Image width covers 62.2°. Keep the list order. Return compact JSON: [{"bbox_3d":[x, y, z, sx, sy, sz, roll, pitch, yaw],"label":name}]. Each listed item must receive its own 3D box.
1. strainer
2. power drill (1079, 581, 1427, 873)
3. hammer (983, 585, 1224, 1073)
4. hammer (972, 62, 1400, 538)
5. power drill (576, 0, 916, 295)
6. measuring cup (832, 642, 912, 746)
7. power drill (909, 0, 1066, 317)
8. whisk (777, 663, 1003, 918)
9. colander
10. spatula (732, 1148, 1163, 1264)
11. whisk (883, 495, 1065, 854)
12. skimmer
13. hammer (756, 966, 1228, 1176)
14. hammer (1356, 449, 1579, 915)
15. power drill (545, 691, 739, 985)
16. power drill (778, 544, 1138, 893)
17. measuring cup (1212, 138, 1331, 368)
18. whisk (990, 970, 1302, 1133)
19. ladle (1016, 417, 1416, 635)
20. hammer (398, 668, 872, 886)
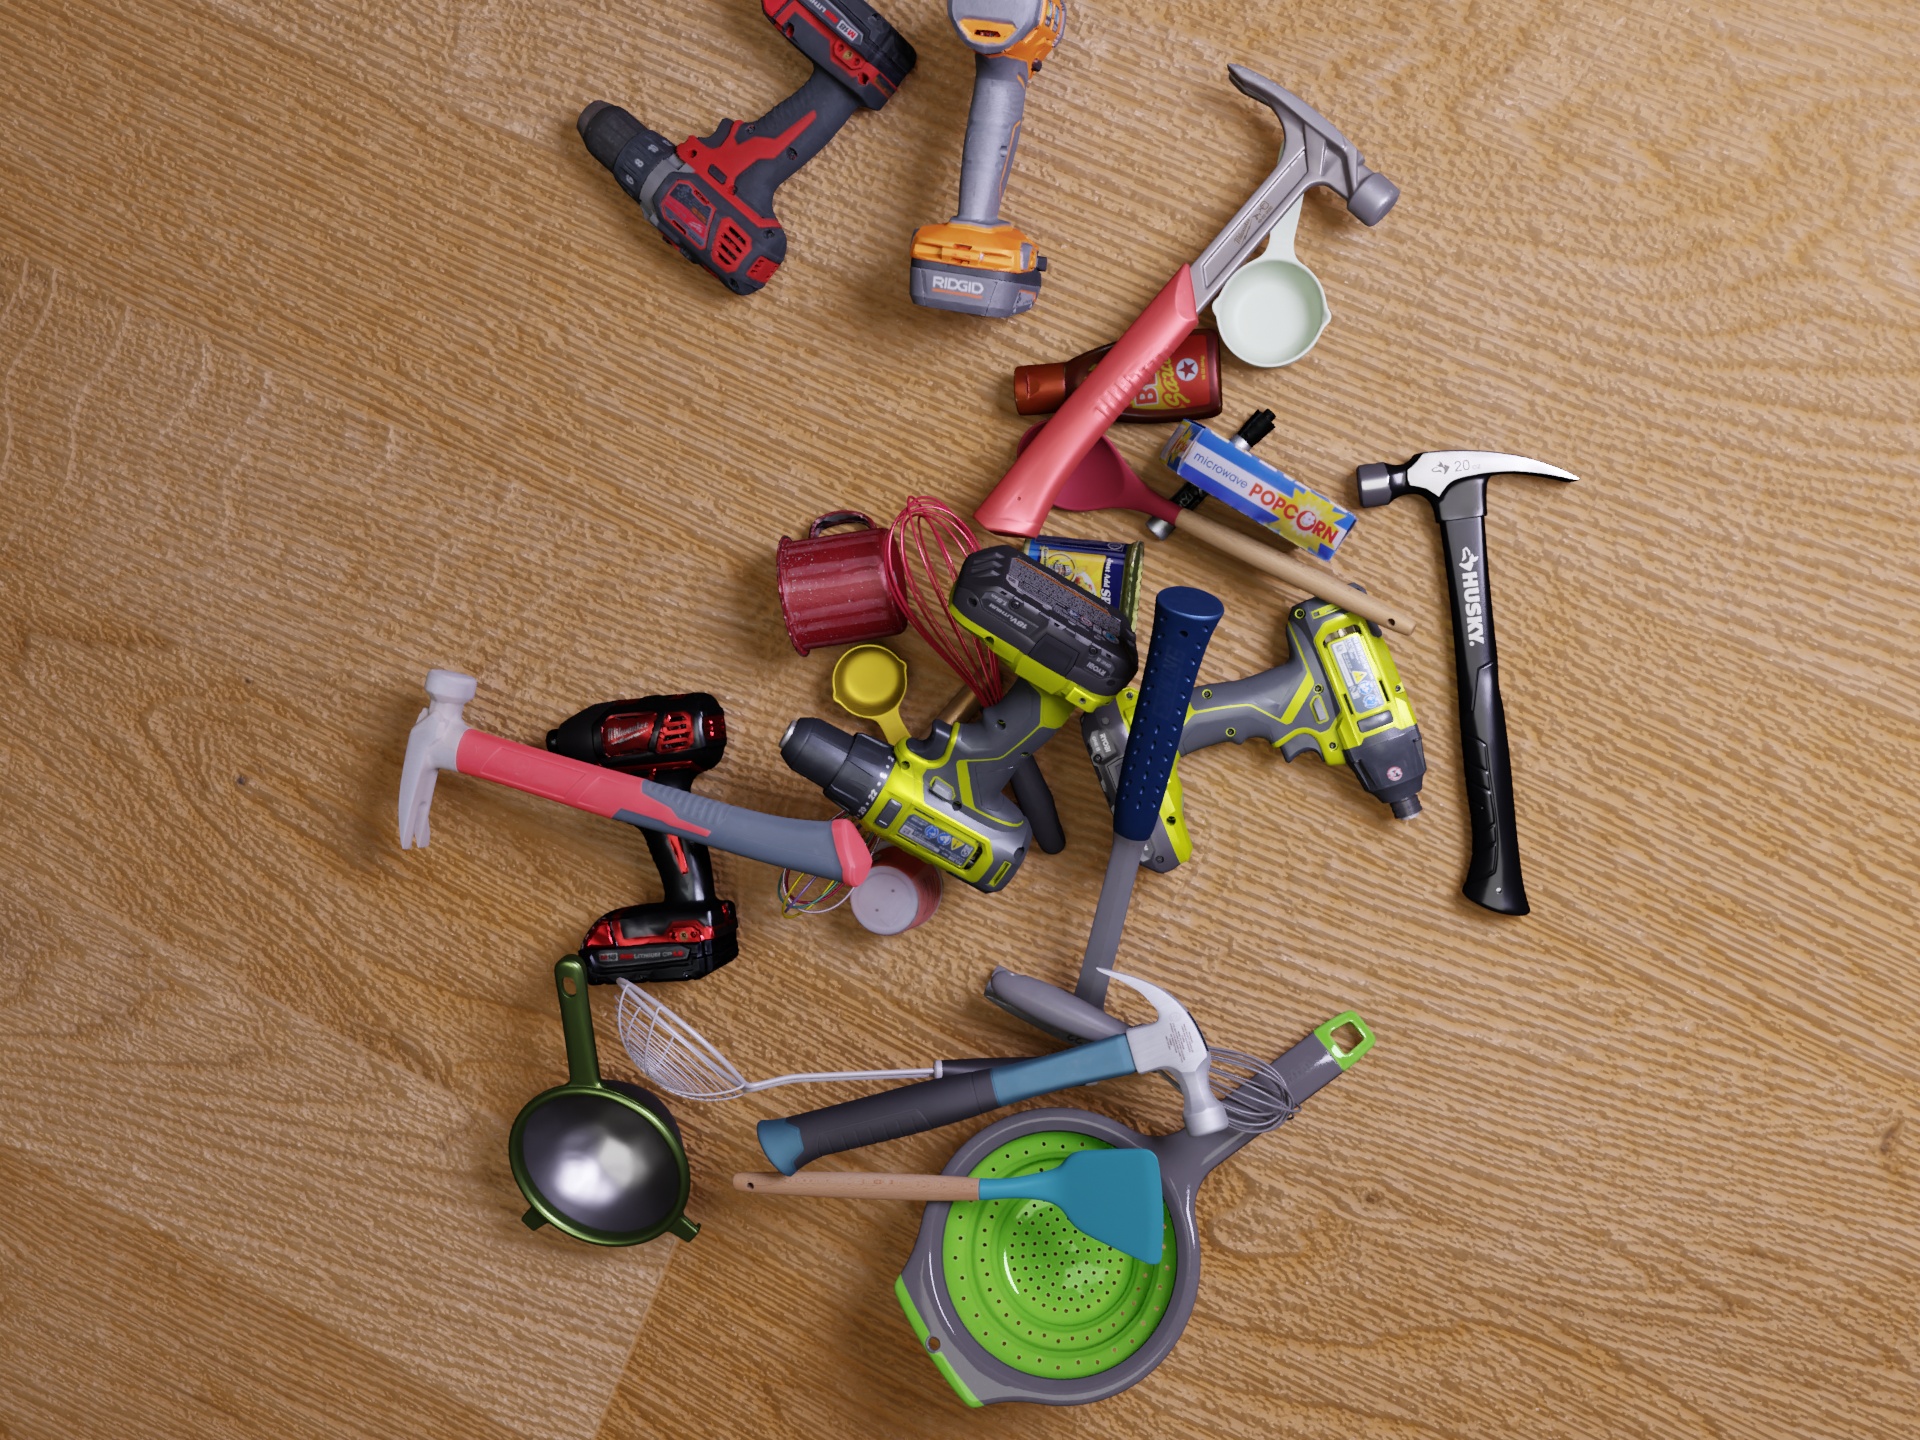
[{"bbox_3d":[-0.283,0.292,1.261,0.151,0.069,0.256,0,109,12],"label":"strainer"},{"bbox_3d":[0.213,0.019,1.146,0.223,0.080,0.171,-21,91,10],"label":"power drill"},{"bbox_3d":[0.110,0.084,1.100,0.144,0.035,0.405,17,128,11],"label":"hammer"},{"bbox_3d":[0.130,-0.276,1.111,0.149,0.036,0.359,43,98,10],"label":"hammer"},{"bbox_3d":[-0.164,-0.457,1.181,0.188,0.080,0.226,42,105,6],"label":"power drill"},{"bbox_3d":[-0.047,0.011,1.229,0.062,0.029,0.156,-26,102,5],"label":"measuring cup"},{"bbox_3d":[0.027,-0.406,1.116,0.084,0.164,0.226,12,110,10],"label":"power drill"},{"bbox_3d":[-0.053,0.054,1.199,0.245,0.051,0.047,-49,127,-6],"label":"whisk"},{"bbox_3d":[0.142,0.349,1.190,0.397,0.094,0.205,-35,70,-4],"label":"colander"},{"bbox_3d":[-0.013,0.339,1.142,0.317,0.044,0.082,-2,96,10],"label":"spatula"},{"bbox_3d":[0.017,-0.028,1.163,0.073,0.073,0.295,-19,109,13],"label":"whisk"},{"bbox_3d":[-0.078,0.237,1.200,0.363,0.127,0.090,0,69,-4],"label":"skimmer"},{"bbox_3d":[0.013,0.265,1.129,0.331,0.033,0.128,-17,76,10],"label":"hammer"},{"bbox_3d":[0.373,-0.026,1.128,0.146,0.035,0.335,-6,94,13],"label":"hammer"},{"bbox_3d":[-0.250,0.091,1.250,0.143,0.078,0.219,-5,92,12],"label":"power drill"},{"bbox_3d":[-0.002,-0.004,1.104,0.190,0.080,0.228,30,118,-9],"label":"power drill"},{"bbox_3d":[0.227,-0.333,1.129,0.083,0.038,0.167,8,95,11],"label":"measuring cup"},{"bbox_3d":[0.131,0.234,1.148,0.239,0.055,0.055,23,99,13],"label":"whisk"},{"bbox_3d":[0.178,-0.134,1.129,0.315,0.031,0.069,30,124,21],"label":"ladle"},{"bbox_3d":[-0.250,0.074,1.191,0.386,0.038,0.143,15,95,18],"label":"hammer"}]
